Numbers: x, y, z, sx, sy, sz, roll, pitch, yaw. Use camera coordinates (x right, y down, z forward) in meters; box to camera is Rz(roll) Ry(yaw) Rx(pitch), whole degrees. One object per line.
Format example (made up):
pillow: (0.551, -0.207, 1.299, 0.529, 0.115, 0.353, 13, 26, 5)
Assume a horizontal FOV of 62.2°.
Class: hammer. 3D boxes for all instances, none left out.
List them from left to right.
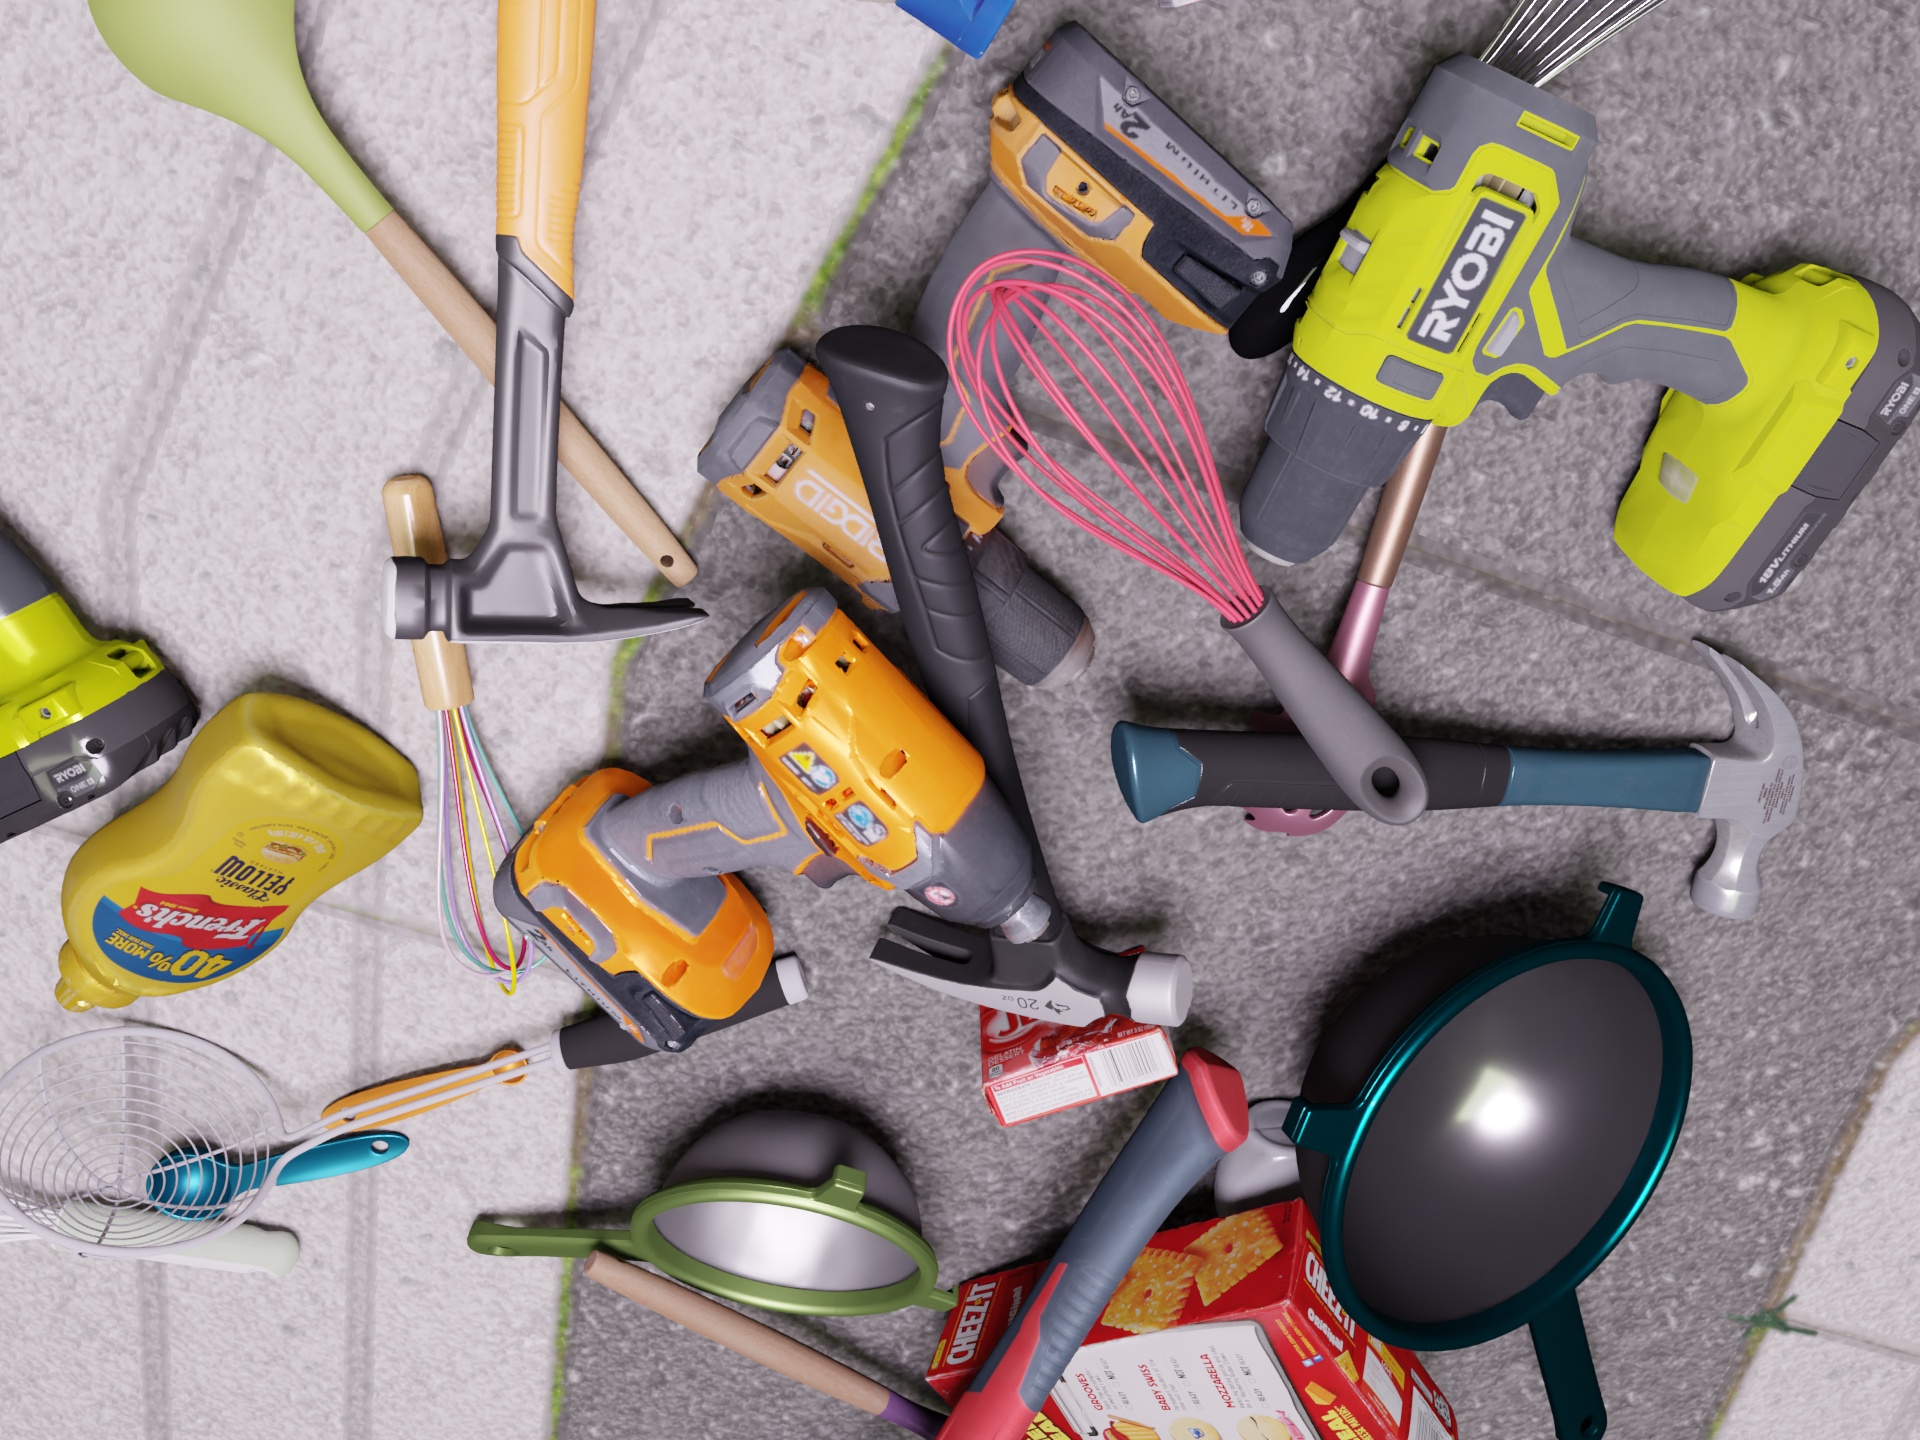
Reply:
hammer: (-0.152, -0.194, 0.604, 0.127, 0.034, 0.336, -1, 107, -24)
hammer: (-0.001, -0.002, 0.648, 0.146, 0.035, 0.334, 3, 129, 25)
hammer: (0.011, 0.315, 0.765, 0.038, 0.143, 0.386, 24, 99, -48)
hammer: (0.223, 0.025, 0.698, 0.331, 0.033, 0.128, 2, 111, -14)

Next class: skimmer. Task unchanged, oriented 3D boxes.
skimmer: (-0.255, 0.156, 0.740, 0.363, 0.127, 0.090, -17, 131, -2)

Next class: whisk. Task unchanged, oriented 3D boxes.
whisk: (-0.463, 0.255, 0.804, 0.246, 0.059, 0.057, 12, 151, -11)
whisk: (-0.221, 0.013, 0.708, 0.051, 0.047, 0.244, -6, 110, -2)
whisk: (0.097, -0.056, 0.598, 0.073, 0.073, 0.295, -37, 117, 13)
whisk: (0.207, -0.245, 0.604, 0.070, 0.070, 0.284, 38, 112, -16)

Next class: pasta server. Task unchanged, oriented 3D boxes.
pasta server: (0.184, -0.087, 0.685, 0.060, 0.040, 0.316, 12, 108, -6)

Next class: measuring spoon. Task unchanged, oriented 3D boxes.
measuring spoon: (-0.346, 0.224, 0.812, 0.128, 0.021, 0.042, -10, 115, -7)
measuring spoon: (-0.269, 0.185, 0.799, 0.117, 0.011, 0.021, -18, 104, 10)

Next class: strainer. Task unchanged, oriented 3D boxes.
strainer: (-0.131, 0.240, 0.802, 0.256, 0.069, 0.151, -5, 139, 20)
strainer: (0.255, 0.232, 0.783, 0.211, 0.095, 0.340, -31, 121, -13)

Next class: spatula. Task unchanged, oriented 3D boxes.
spatula: (-0.061, 0.348, 0.832, 0.315, 0.060, 0.018, 35, 81, -22)

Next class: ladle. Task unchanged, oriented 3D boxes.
ladle: (-0.210, -0.179, 0.632, 0.078, 0.062, 0.320, -34, 117, 11)

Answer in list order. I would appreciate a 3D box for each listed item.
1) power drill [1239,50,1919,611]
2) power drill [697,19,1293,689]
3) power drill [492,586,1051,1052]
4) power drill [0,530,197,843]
power drill: (0.233, -0.124, 0.617, 0.228, 0.080, 0.190, 15, 119, -18)
power drill: (0.030, -0.130, 0.634, 0.185, 0.084, 0.226, 37, 112, -16)
power drill: (-0.077, 0.059, 0.661, 0.164, 0.084, 0.226, 47, 130, -13)
power drill: (-0.442, -0.057, 0.656, 0.171, 0.080, 0.223, -23, 108, 8)
